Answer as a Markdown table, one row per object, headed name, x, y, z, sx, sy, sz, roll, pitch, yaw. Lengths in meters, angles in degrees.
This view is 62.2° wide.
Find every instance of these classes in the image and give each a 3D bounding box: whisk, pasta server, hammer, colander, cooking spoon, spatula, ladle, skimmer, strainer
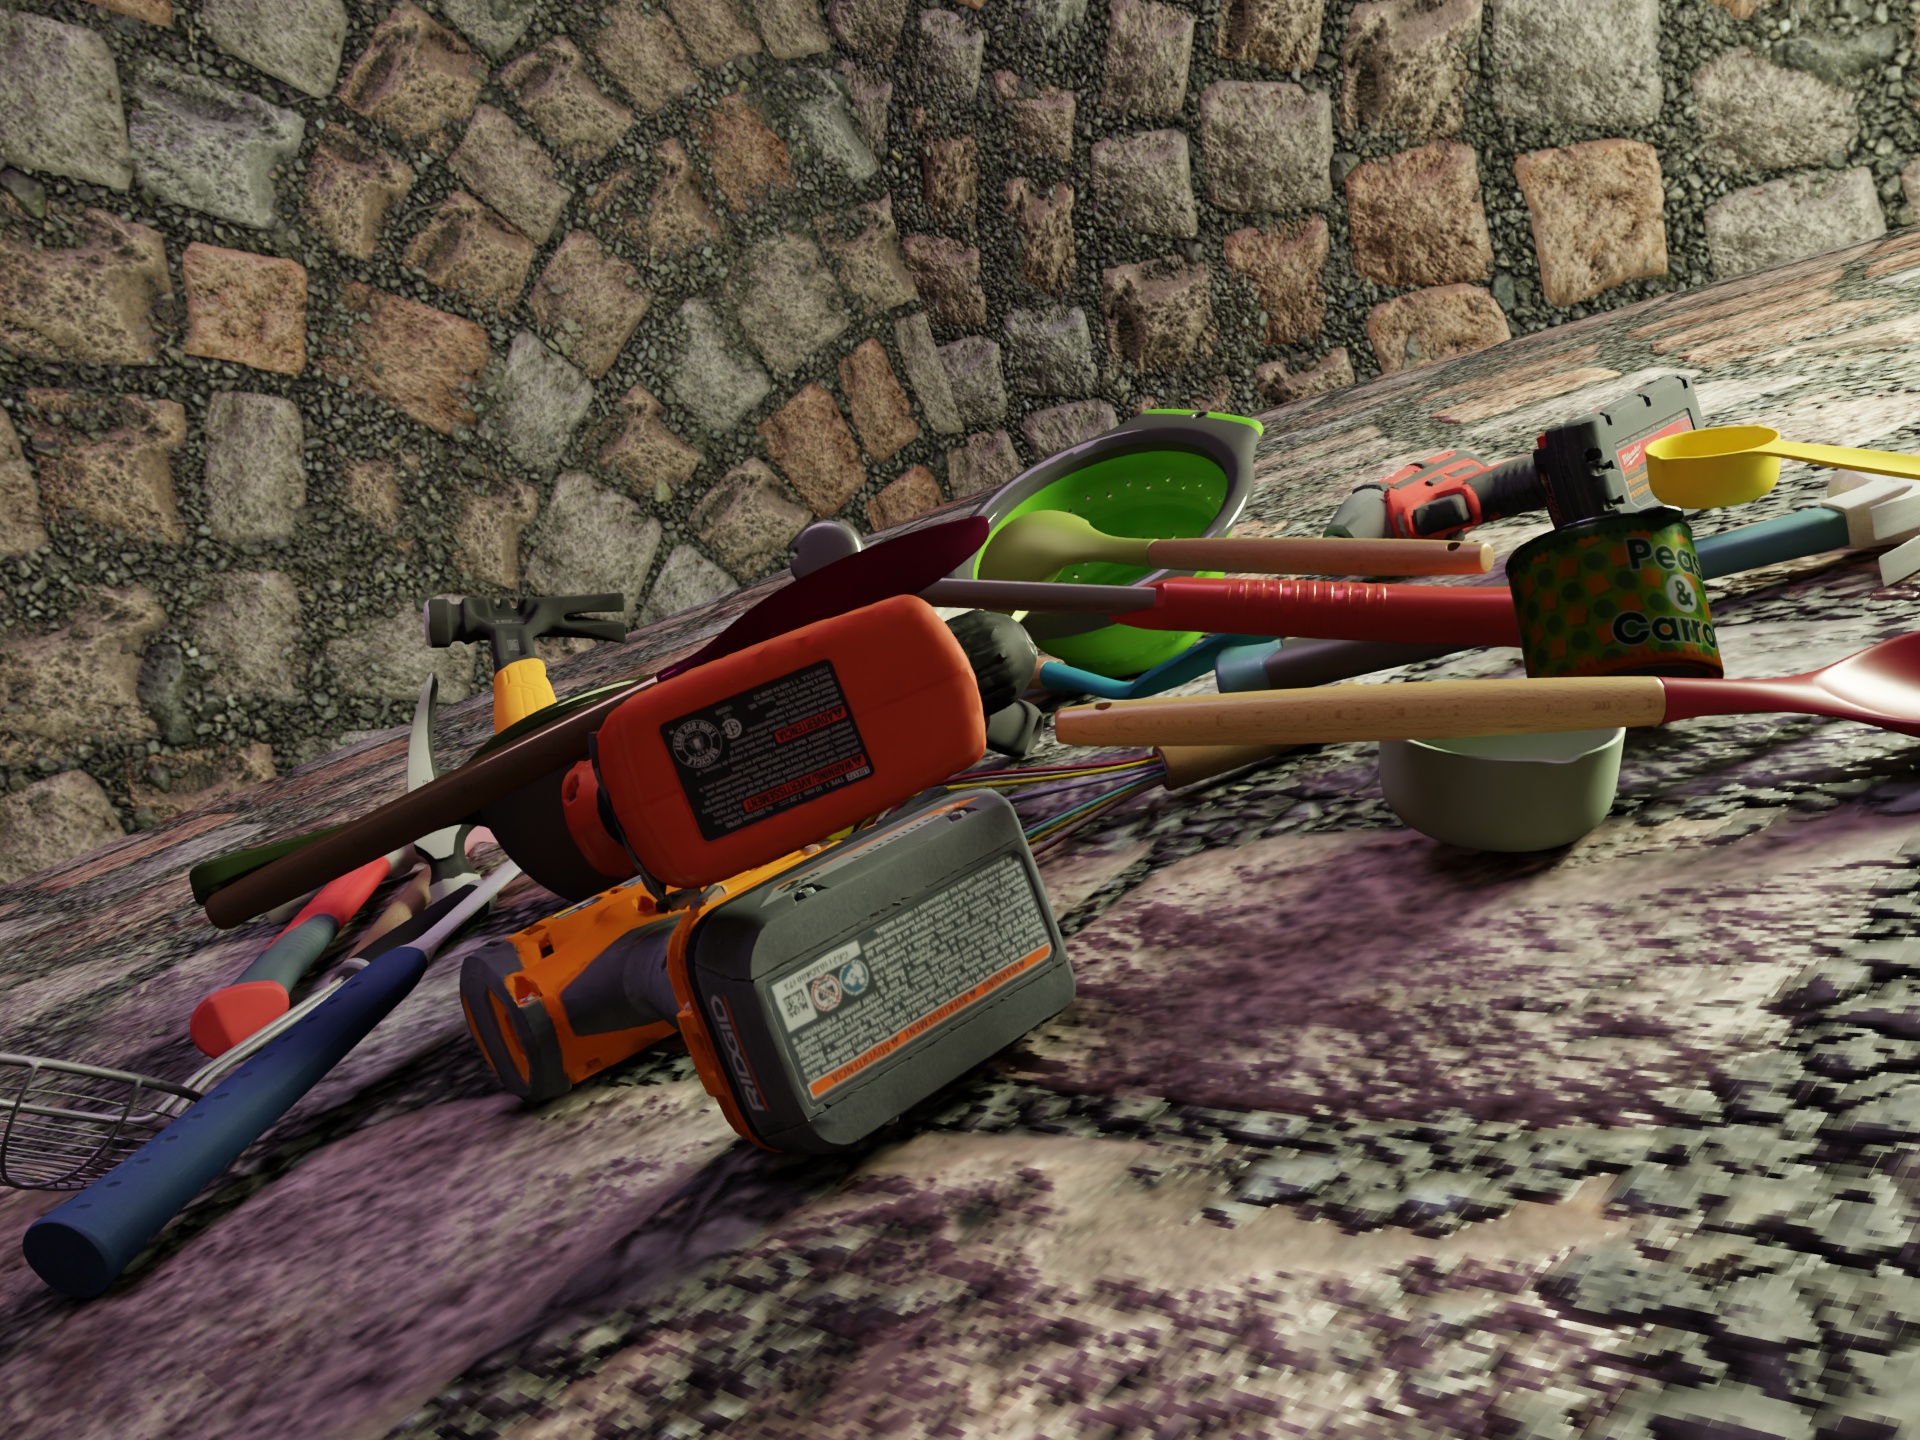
| name | x | y | z | sx | sy | sz | roll | pitch | yaw |
| --- | --- | --- | --- | --- | --- | --- | --- | --- | --- |
| whisk | -0.001 | -0.002 | 0.759 | 0.073 | 0.073 | 0.295 | -17 | -8 | 14 |
| pasta server | -0.340 | 0.111 | 1.028 | 0.060 | 0.040 | 0.316 | -18 | 15 | 4 |
| hammer | 0.280 | -0.058 | 0.729 | 0.331 | 0.033 | 0.128 | -15 | 11 | 10 |
| colander | 0.044 | -0.042 | 0.980 | 0.397 | 0.094 | 0.205 | -44 | 36 | -22 |
| cooking spoon | -0.131 | 0.001 | 0.585 | 0.319 | 0.017 | 0.068 | -26 | -10 | -1 |
| hammer | -0.243 | 0.102 | 0.726 | 0.144 | 0.035 | 0.406 | -20 | 16 | 28 |
| hammer | 0.114 | -0.048 | 0.691 | 0.359 | 0.037 | 0.149 | 3 | -8 | 10 |
| hammer | -0.422 | 0.137 | 1.002 | 0.143 | 0.038 | 0.386 | -21 | 11 | -5 |
| spatula | 0.027 | -0.037 | 0.864 | 0.318 | 0.044 | 0.082 | 5 | 8 | 35 |
| ladle | 0.187 | -0.005 | 0.485 | 0.315 | 0.031 | 0.069 | -3 | 21 | 4 |
| ladle | 0.123 | -0.073 | 0.795 | 0.320 | 0.062 | 0.078 | 8 | 49 | 49 |
| skimmer | -0.341 | 0.122 | 0.778 | 0.127 | 0.090 | 0.363 | -5 | 13 | 18 |
| strainer | -0.181 | 0.054 | 0.667 | 0.256 | 0.069 | 0.151 | -16 | -18 | -18 |
| hammer | -0.239 | -0.018 | 0.896 | 0.127 | 0.034 | 0.337 | -3 | 19 | -16 |
| whisk | 0.068 | 0.025 | 0.693 | 0.245 | 0.047 | 0.051 | -18 | 9 | -9 |
| hammer | -0.184 | 0.013 | 1.019 | 0.334 | 0.146 | 0.035 | -13 | -4 | -14 |

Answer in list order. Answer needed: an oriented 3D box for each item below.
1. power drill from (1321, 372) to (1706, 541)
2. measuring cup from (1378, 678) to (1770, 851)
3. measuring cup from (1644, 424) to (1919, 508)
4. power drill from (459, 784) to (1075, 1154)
| name | x | y | z | sx | sy | sz | roll | pitch | yaw |
| --- | --- | --- | --- | --- | --- | --- | --- | --- | --- |
| power drill | 0.325 | -0.135 | 0.963 | 0.143 | 0.078 | 0.220 | -25 | 9 | -29 |
| measuring cup | 0.220 | 0.012 | 0.530 | 0.167 | 0.038 | 0.083 | -5 | 20 | -11 |
| measuring cup | 0.370 | -0.104 | 0.695 | 0.062 | 0.029 | 0.157 | -20 | 22 | -20 |
| power drill | -0.064 | 0.079 | 0.563 | 0.164 | 0.084 | 0.226 | -25 | 8 | -36 |
